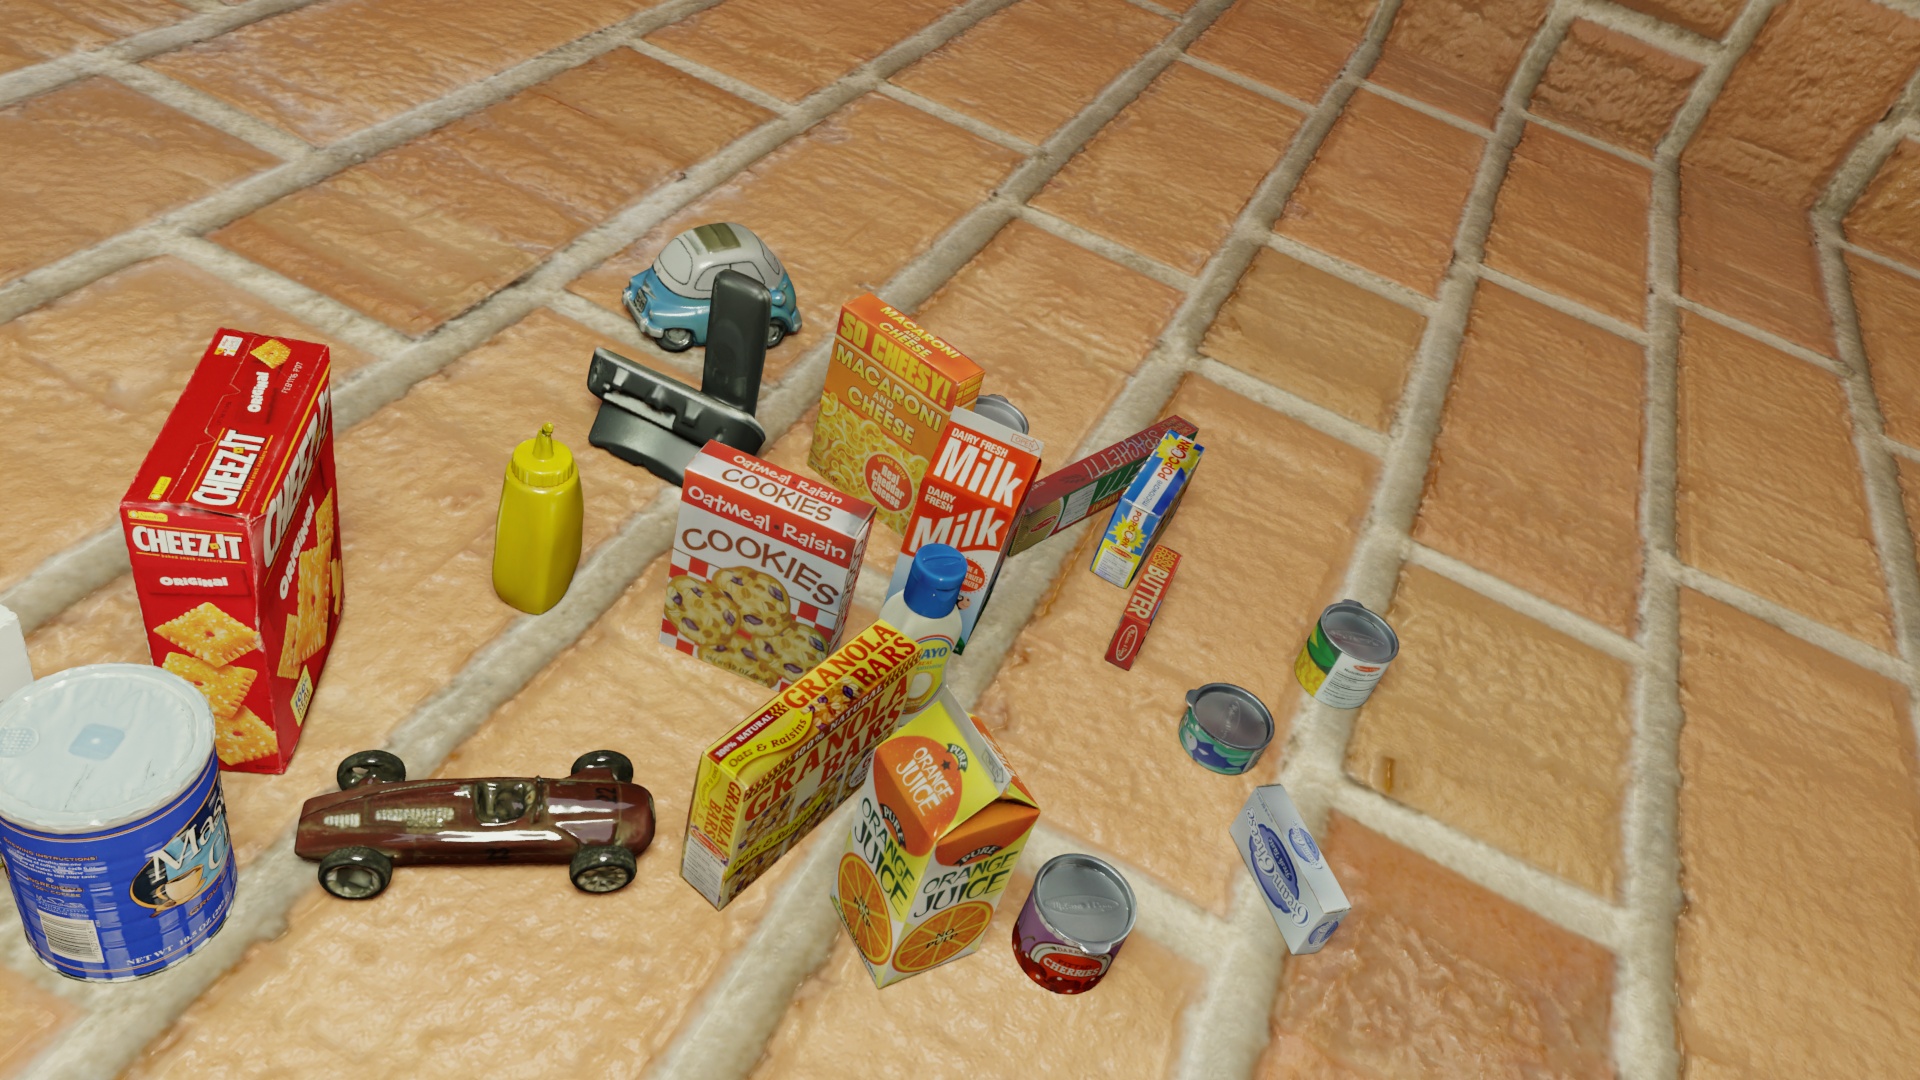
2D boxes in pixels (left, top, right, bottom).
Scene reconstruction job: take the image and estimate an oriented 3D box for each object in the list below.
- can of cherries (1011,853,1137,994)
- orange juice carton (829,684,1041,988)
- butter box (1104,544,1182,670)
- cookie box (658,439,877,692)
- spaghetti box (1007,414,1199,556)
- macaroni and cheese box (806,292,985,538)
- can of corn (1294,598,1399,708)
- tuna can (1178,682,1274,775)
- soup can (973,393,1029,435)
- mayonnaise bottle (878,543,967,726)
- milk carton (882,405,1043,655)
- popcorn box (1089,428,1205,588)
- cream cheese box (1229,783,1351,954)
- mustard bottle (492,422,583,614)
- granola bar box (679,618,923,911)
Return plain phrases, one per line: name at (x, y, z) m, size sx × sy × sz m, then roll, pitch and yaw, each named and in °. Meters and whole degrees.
can of cherries at (0.070, 0.241, 0.866) m, size 0.071 × 0.058 × 0.072 m, roll 11°, pitch 40°, yaw -9°
orange juice carton at (-0.014, 0.172, 0.810) m, size 0.073 × 0.191 × 0.072 m, roll -11°, pitch 48°, yaw -31°
butter box at (0.147, 0.052, 1.116) m, size 0.024 × 0.052 × 0.104 m, roll 25°, pitch 40°, yaw 8°
cookie box at (-0.135, 0.024, 0.953) m, size 0.123 × 0.166 × 0.040 m, roll 22°, pitch 40°, yaw 5°
spaghetti box at (0.123, -0.052, 1.229) m, size 0.029 × 0.049 × 0.251 m, roll 41°, pitch 45°, yaw 25°
macaroni and cheese box at (-0.056, -0.098, 1.125) m, size 0.124 × 0.165 × 0.040 m, roll 36°, pitch 43°, yaw 20°
can of corn at (0.312, 0.092, 1.129) m, size 0.071 × 0.058 × 0.071 m, roll 11°, pitch 40°, yaw -9°
tuna can at (0.198, 0.141, 1.049) m, size 0.071 × 0.032 × 0.071 m, roll 11°, pitch 40°, yaw -9°
soup can at (0.017, -0.073, 1.187) m, size 0.071 × 0.083 × 0.072 m, roll 11°, pitch 40°, yaw -9°
mayonnaise bottle at (-0.030, 0.067, 0.959) m, size 0.065 × 0.147 × 0.041 m, roll -5°, pitch 45°, yaw -26°
milk carton at (0.004, -0.013, 1.030) m, size 0.072 × 0.189 × 0.074 m, roll 23°, pitch 40°, yaw 5°
popcorn box at (0.160, -0.028, 1.188) m, size 0.038 × 0.084 × 0.127 m, roll 28°, pitch 41°, yaw 11°
cream cheese box at (0.223, 0.224, 0.948) m, size 0.024 × 0.053 × 0.104 m, roll -2°, pitch 44°, yaw -22°
mustard bottle at (-0.289, -0.022, 0.954) m, size 0.049 × 0.159 × 0.066 m, roll 21°, pitch 40°, yaw 3°
granola bar box at (-0.100, 0.137, 0.871) m, size 0.039 × 0.123 × 0.166 m, roll 34°, pitch 42°, yaw 19°
